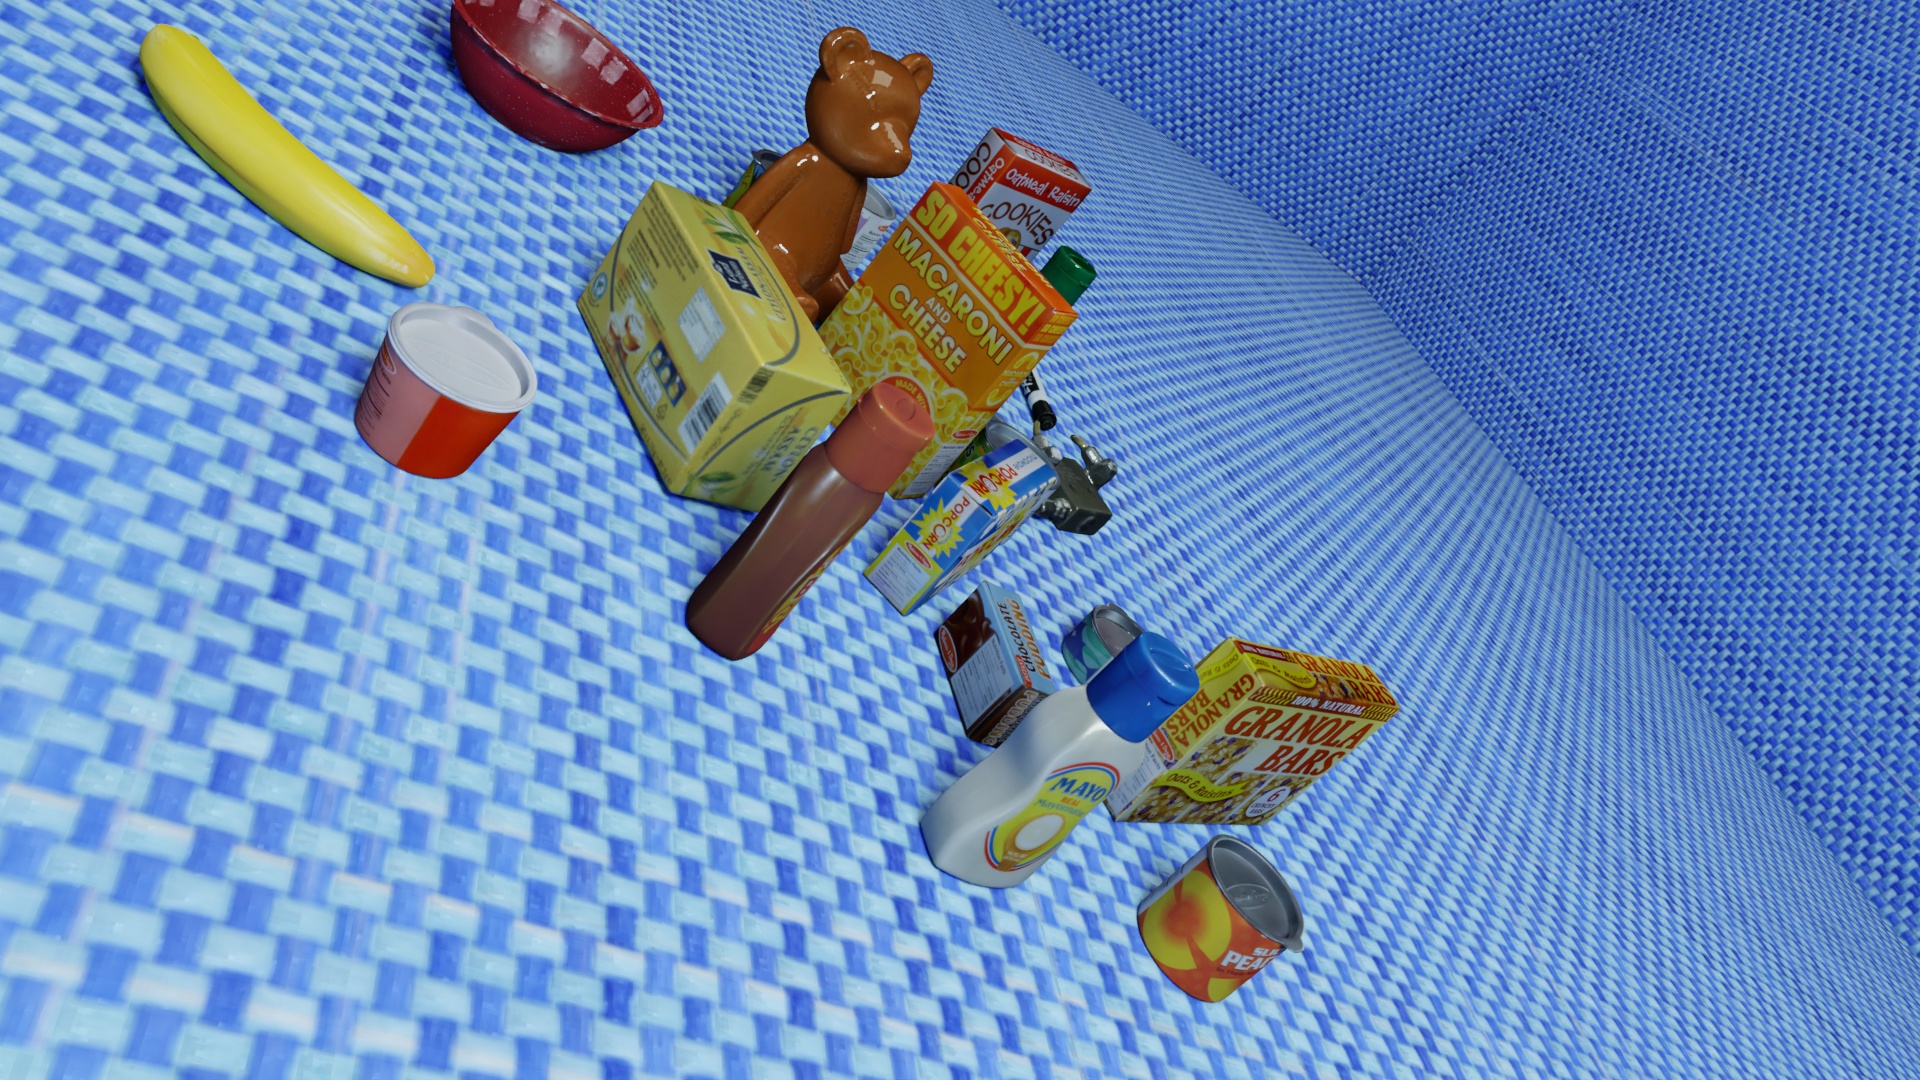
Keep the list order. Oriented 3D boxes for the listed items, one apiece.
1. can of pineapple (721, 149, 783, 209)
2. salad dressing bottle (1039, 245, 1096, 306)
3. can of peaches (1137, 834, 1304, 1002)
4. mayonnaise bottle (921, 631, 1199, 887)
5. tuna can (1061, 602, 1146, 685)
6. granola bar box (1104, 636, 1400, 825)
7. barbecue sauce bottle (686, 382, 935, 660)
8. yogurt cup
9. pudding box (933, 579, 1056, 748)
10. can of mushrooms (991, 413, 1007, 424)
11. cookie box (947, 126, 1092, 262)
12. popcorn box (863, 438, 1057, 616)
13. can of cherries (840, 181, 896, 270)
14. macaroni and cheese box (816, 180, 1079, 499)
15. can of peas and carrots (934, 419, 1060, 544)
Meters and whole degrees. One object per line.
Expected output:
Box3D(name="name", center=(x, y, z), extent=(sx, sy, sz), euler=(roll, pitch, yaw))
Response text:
Box3D(name="can of pineapple", center=(-0.144, -0.256, 1.061), extent=(0.071, 0.057, 0.071), euler=(33, 26, -18))
Box3D(name="salad dressing bottle", center=(0.046, -0.162, 1.077), extent=(0.064, 0.147, 0.044), euler=(8, 40, -51))
Box3D(name="can of peaches", center=(0.136, 0.199, 0.725), extent=(0.071, 0.058, 0.071), euler=(33, 26, -18))
Box3D(name="mayonnaise bottle", center=(0.048, 0.103, 0.645), extent=(0.065, 0.147, 0.041), euler=(23, 30, -36))
Box3D(name="tuna can", center=(0.100, 0.075, 0.906), extent=(0.071, 0.032, 0.071), euler=(33, 26, -18))
Box3D(name="granola bar box", center=(0.171, 0.118, 0.830), extent=(0.165, 0.123, 0.039), euler=(14, 36, -46))
Box3D(name="barbecue sauce bottle", center=(-0.070, -0.010, 0.656), extent=(0.043, 0.148, 0.065), euler=(39, 24, -6))
Box3D(name="yogurt cup", center=(-0.233, -0.065, 0.621), extent=(0.072, 0.053, 0.073), euler=(33, 26, -18))
Box3D(name="pudding box", center=(0.019, 0.069, 0.777), extent=(0.030, 0.049, 0.084), euler=(24, 30, -35))
Box3D(name="can of mushrooms", center=(0.011, -0.071, 1.014), extent=(0.071, 0.033, 0.071), euler=(33, 26, -18))
Box3D(name="cookie box", center=(0.019, -0.260, 1.174), extent=(0.123, 0.167, 0.040), euler=(1, 46, -56))
Box3D(name="popcorn box", center=(0.003, -0.011, 0.841), extent=(0.038, 0.085, 0.127), euler=(45, 24, 6))
Box3D(name="can of cherries", center=(-0.098, -0.268, 1.147), extent=(0.071, 0.058, 0.072), euler=(33, 26, -18))
Box3D(name="macaroni and cheese box", center=(-0.021, -0.128, 0.901), extent=(0.124, 0.166, 0.040), euler=(50, 25, 17))
Box3D(name="can of peas and carrots", center=(0.023, -0.041, 0.952), extent=(0.071, 0.058, 0.071), euler=(33, 26, -18))
